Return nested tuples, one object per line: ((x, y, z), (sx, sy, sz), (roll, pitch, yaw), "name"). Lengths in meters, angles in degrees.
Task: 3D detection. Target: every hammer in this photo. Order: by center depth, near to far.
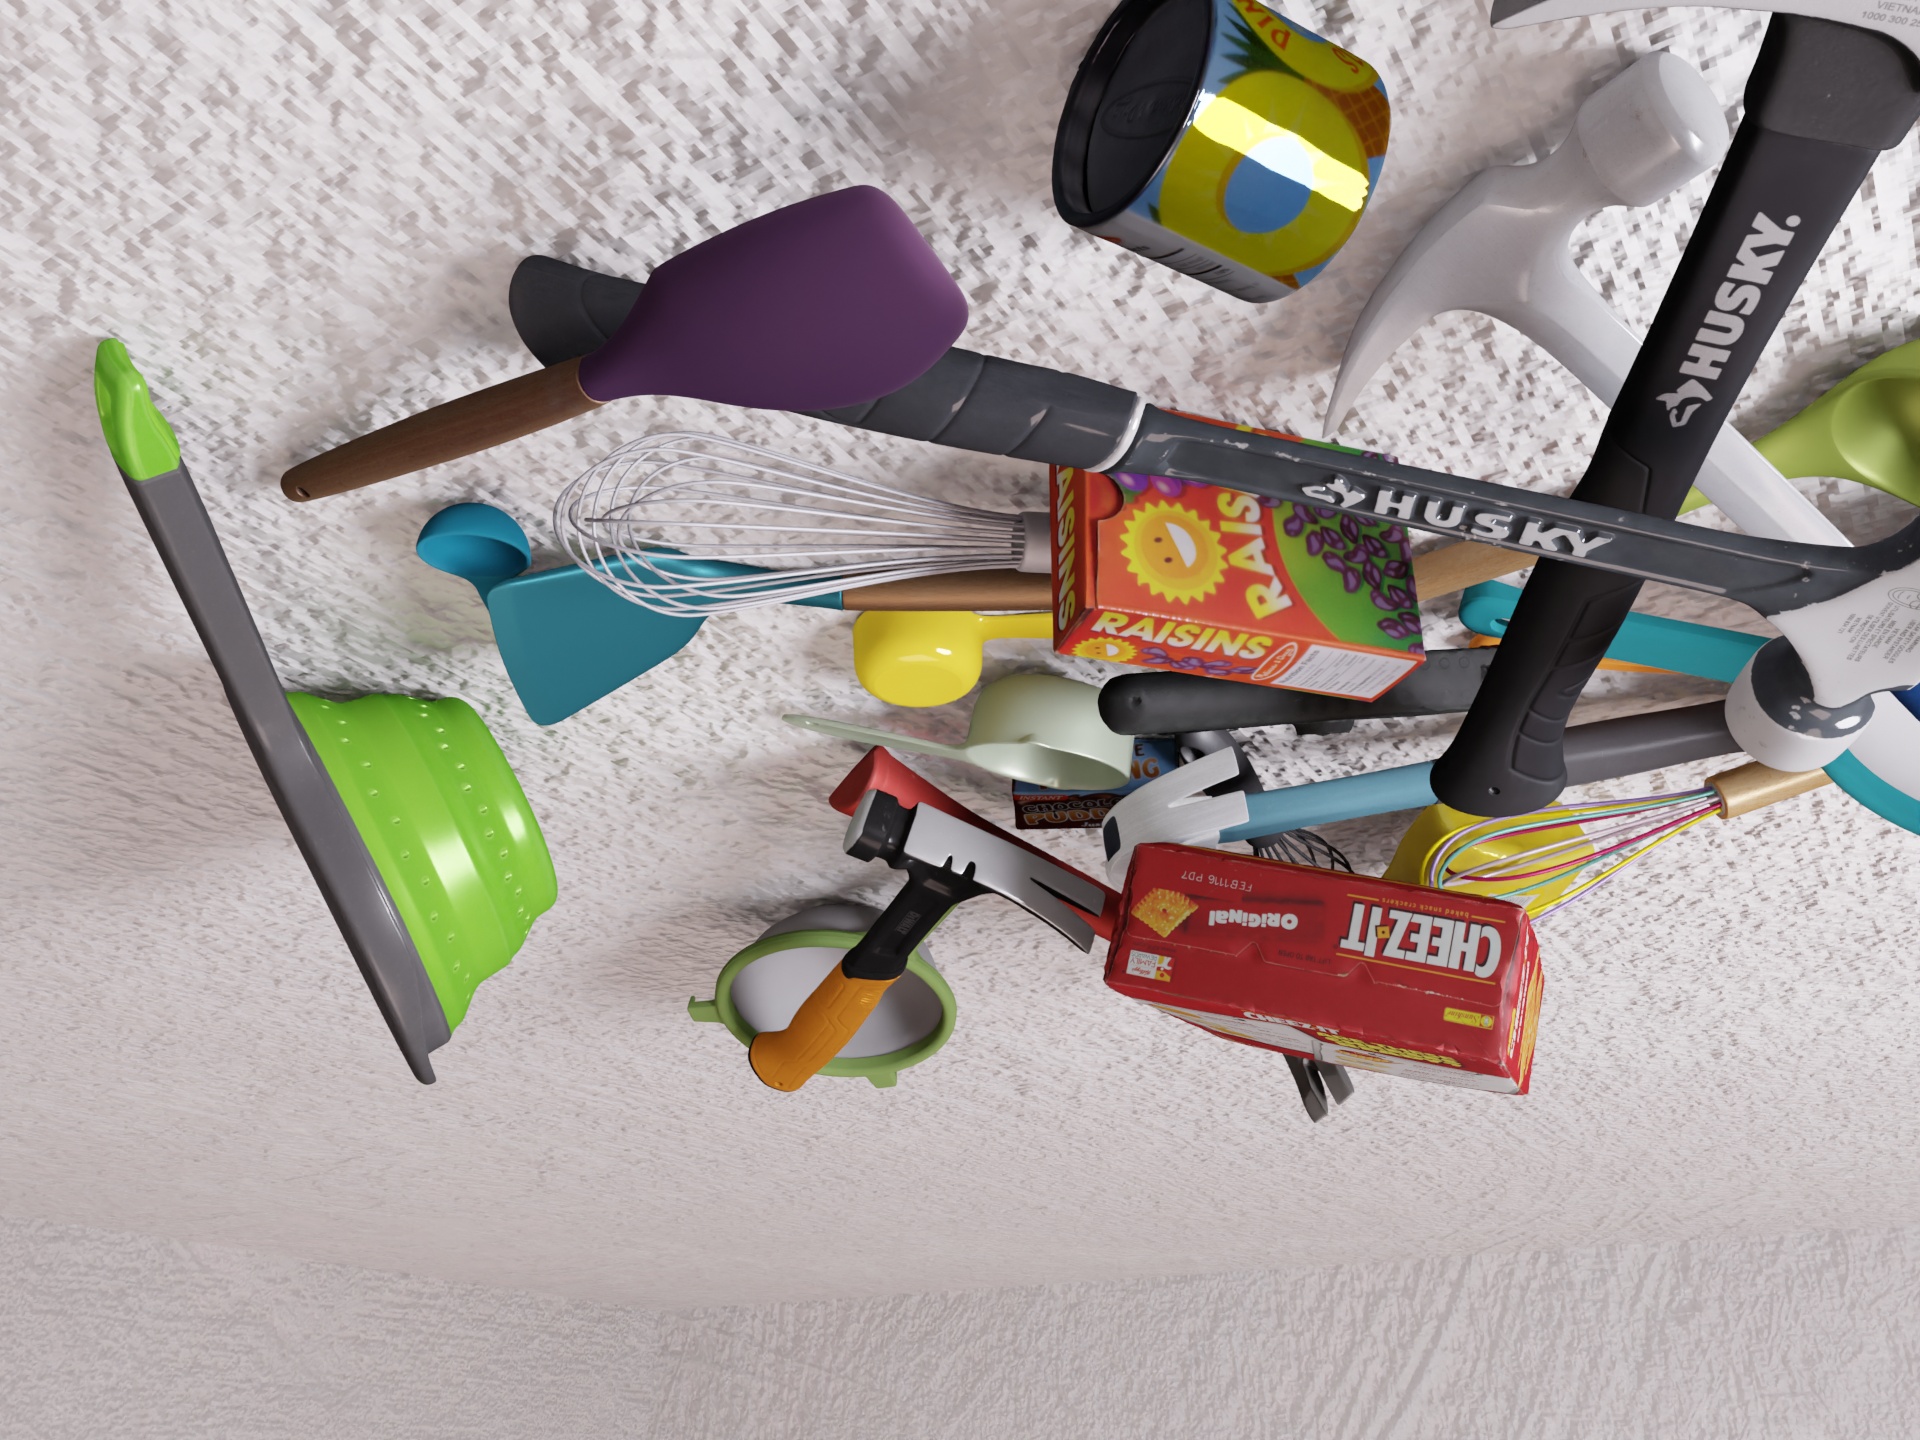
((0.062, -0.078, 0.444), (0.409, 0.036, 0.149), (14, 155, 12), "hammer")
((0.191, -0.072, 0.461), (0.146, 0.035, 0.334), (15, 146, 10), "hammer")
((0.293, -0.034, 0.519), (0.405, 0.035, 0.144), (35, 144, -18), "hammer")
((0.229, 0.026, 0.727), (0.331, 0.033, 0.128), (-11, 161, 2), "hammer")
((0.076, 0.108, 0.864), (0.358, 0.149, 0.036), (30, 113, -35), "hammer")
((-0.046, 0.142, 0.865), (0.127, 0.034, 0.336), (25, 145, -9), "hammer")

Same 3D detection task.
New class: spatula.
((-0.124, -0.097, 0.483), (0.316, 0.018, 0.059), (-5, 139, 40), "spatula")
((-0.021, -0.043, 0.635), (0.317, 0.044, 0.082), (-2, 139, 2), "spatula")

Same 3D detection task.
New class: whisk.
((-0.002, -0.068, 0.581), (0.284, 0.070, 0.070), (1, 154, -13), "whisk")
((0.336, 0.041, 0.755), (0.245, 0.047, 0.051), (-19, 119, 2), "whisk")
((0.161, 0.058, 0.834), (0.055, 0.055, 0.238), (-12, 146, 24), "whisk")

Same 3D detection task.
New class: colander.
((-0.248, 0.001, 0.672), (0.094, 0.205, 0.396), (-27, 144, -23), "colander")

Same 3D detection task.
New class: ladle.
((0.226, -0.061, 0.583), (0.320, 0.062, 0.078), (-18, 135, 37), "ladle")

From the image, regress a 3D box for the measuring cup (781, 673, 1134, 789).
((-0.001, -0.002, 0.734), (0.167, 0.038, 0.083), (9, 166, 15), "measuring cup")

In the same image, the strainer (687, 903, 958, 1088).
((-0.049, 0.127, 0.972), (0.151, 0.069, 0.256), (25, 131, -20), "strainer")

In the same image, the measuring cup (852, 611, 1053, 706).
((0.030, -0.029, 0.678), (0.156, 0.029, 0.062), (-2, 154, 8), "measuring cup")

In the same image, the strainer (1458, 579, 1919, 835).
((0.372, -0.041, 0.604), (0.340, 0.095, 0.210), (13, 155, 22), "strainer")

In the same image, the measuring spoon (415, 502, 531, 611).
((-0.185, -0.058, 0.646), (0.042, 0.021, 0.128), (0, 163, 0), "measuring spoon")

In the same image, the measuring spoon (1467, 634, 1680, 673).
((0.276, -0.030, 0.697), (0.117, 0.011, 0.021), (4, 176, -14), "measuring spoon")
